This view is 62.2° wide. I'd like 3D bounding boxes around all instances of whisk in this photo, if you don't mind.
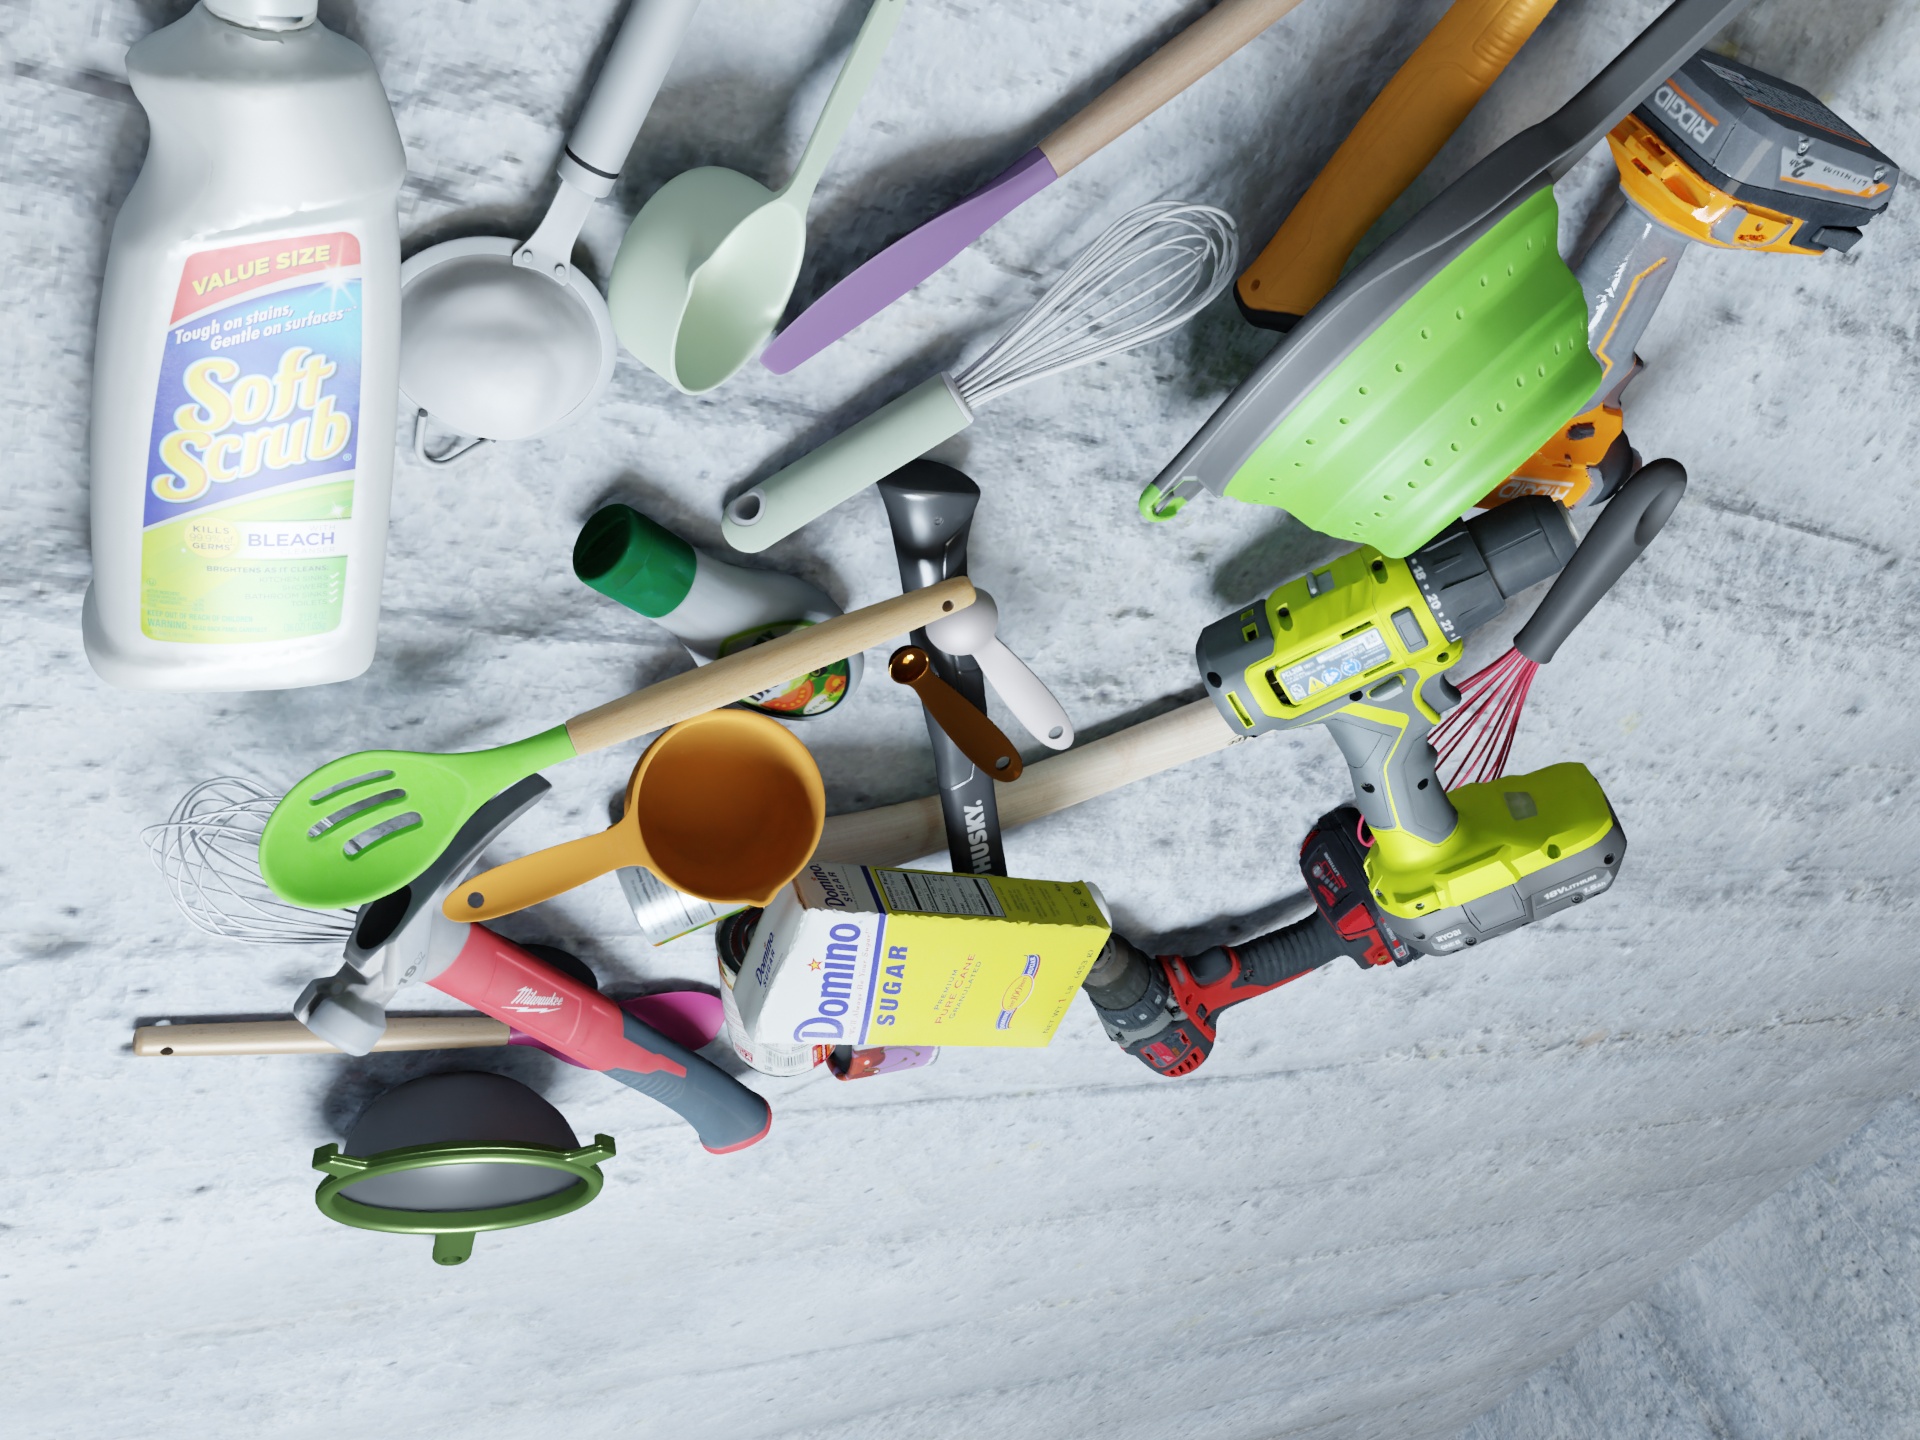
[{"bbox_3d":[-0.264,0.096,0.758,0.070,0.070,0.284,-34,147,8],"label":"whisk"},{"bbox_3d":[0.006,-0.138,0.657,0.246,0.058,0.059,-30,150,10],"label":"whisk"},{"bbox_3d":[0.308,-0.025,0.890,0.073,0.073,0.295,-1,135,-31],"label":"whisk"}]

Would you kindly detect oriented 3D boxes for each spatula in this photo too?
[{"bbox_3d":[0.053,-0.226,0.597,0.316,0.018,0.060,-35,178,5],"label":"spatula"}]

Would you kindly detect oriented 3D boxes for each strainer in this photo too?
[{"bbox_3d":[-0.130,-0.178,0.535,0.086,0.050,0.258,17,121,-33],"label":"strainer"},{"bbox_3d":[-0.291,0.260,0.926,0.151,0.069,0.256,3,150,-19],"label":"strainer"}]

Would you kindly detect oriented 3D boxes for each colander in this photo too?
[{"bbox_3d":[0.248,-0.188,0.633,0.397,0.094,0.204,-43,175,14],"label":"colander"}]

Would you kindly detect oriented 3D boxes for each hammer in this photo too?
[{"bbox_3d":[0.206,-0.281,0.589,0.034,0.127,0.336,1,144,-34],"label":"hammer"},{"bbox_3d":[0.081,0.031,0.905,0.410,0.038,0.146,-19,143,-11],"label":"hammer"},{"bbox_3d":[-0.005,0.016,0.794,0.146,0.035,0.334,-18,132,-10],"label":"hammer"},{"bbox_3d":[-0.181,0.155,0.847,0.143,0.038,0.385,-54,150,-12],"label":"hammer"}]

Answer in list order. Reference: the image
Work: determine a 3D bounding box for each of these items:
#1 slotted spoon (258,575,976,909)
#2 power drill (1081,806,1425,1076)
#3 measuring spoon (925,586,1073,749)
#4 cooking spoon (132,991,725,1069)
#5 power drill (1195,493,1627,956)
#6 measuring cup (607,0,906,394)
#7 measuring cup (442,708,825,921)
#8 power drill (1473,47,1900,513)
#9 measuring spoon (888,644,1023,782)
[{"bbox_3d":[-0.139,0.000,0.671,0.313,0.031,0.070,-22,129,-9],"label":"slotted spoon"},{"bbox_3d":[0.191,0.152,1.081,0.226,0.080,0.187,-30,142,8],"label":"power drill"},{"bbox_3d":[0.025,-0.018,0.745,0.034,0.018,0.124,-37,133,6],"label":"measuring spoon"},{"bbox_3d":[-0.271,0.168,0.861,0.318,0.017,0.068,6,128,-37],"label":"cooking spoon"},{"bbox_3d":[0.256,0.002,0.831,0.190,0.080,0.228,-26,117,19],"label":"power drill"},{"bbox_3d":[-0.069,-0.195,0.552,0.167,0.038,0.083,-60,170,9],"label":"measuring cup"},{"bbox_3d":[-0.148,0.054,0.721,0.173,0.095,0.052,-20,-177,-17],"label":"measuring cup"},{"bbox_3d":[0.325,-0.191,0.764,0.164,0.084,0.226,1,138,-32],"label":"power drill"},{"bbox_3d":[-0.001,-0.002,0.753,0.021,0.011,0.116,-40,136,4],"label":"measuring spoon"}]
